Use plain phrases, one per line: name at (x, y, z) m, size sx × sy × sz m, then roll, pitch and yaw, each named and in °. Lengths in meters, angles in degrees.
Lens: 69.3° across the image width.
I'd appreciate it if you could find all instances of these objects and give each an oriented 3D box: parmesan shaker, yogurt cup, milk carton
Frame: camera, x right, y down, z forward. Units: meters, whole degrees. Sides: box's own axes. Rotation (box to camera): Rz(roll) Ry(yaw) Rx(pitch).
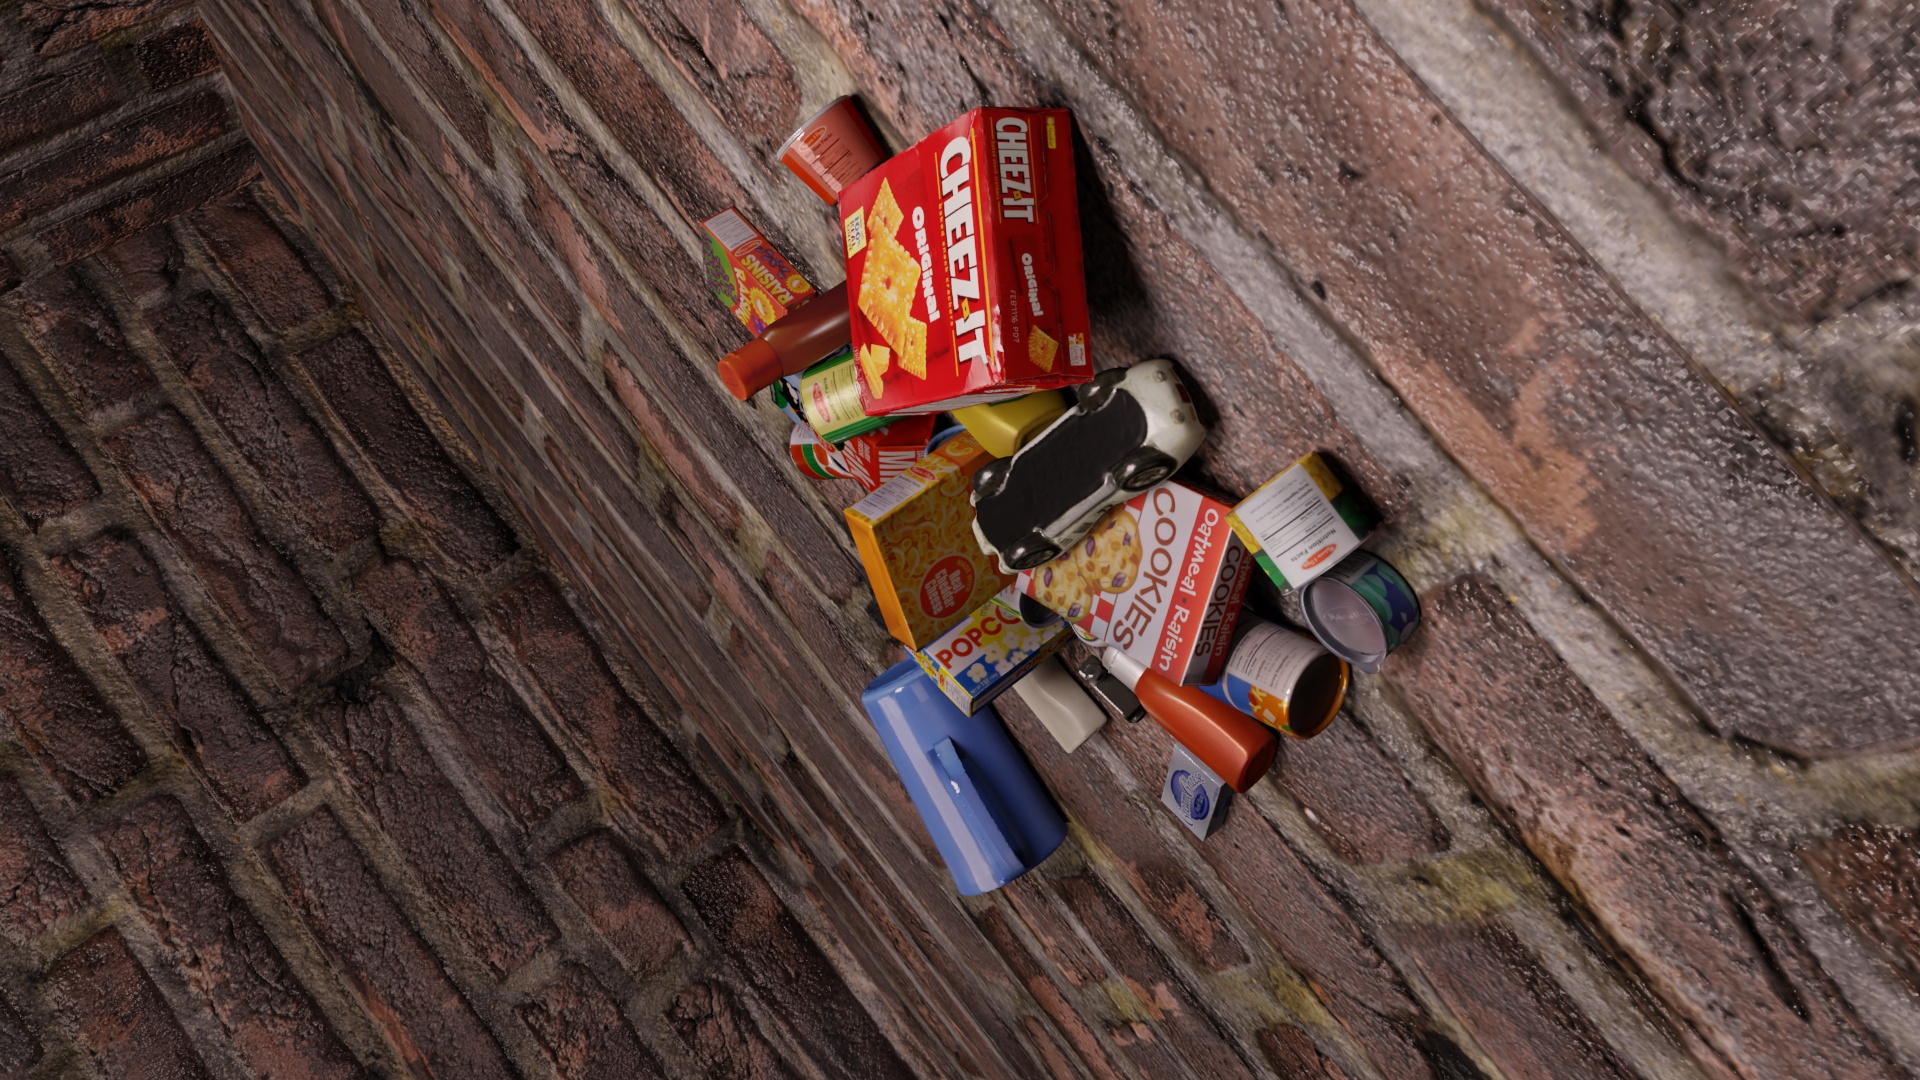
parmesan shaker at (-0.065, -0.120, 1.096) m, size 0.103 × 0.072 × 0.071 m, roll -19°, pitch 110°, yaw 24°
yogurt cup at (-0.089, -0.277, 0.996) m, size 0.054 × 0.072 × 0.072 m, roll 49°, pitch 157°, yaw -9°
milk carton at (-0.081, -0.108, 1.196) m, size 0.191 × 0.074 × 0.072 m, roll 43°, pitch 154°, yaw 25°

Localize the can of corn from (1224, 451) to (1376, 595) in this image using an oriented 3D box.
can of corn at (0.198, -0.011, 0.812) m, size 0.058 × 0.071 × 0.071 m, roll 53°, pitch 157°, yaw 4°

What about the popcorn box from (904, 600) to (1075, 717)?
popcorn box at (0.027, 0.080, 1.181) m, size 0.085 × 0.127 × 0.038 m, roll 43°, pitch 151°, yaw 24°

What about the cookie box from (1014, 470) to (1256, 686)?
cookie box at (0.119, 0.008, 0.943) m, size 0.168 × 0.040 × 0.122 m, roll 30°, pitch 112°, yaw 44°

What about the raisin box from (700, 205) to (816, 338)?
raisin box at (-0.185, -0.232, 1.268) m, size 0.123 × 0.040 × 0.085 m, roll 46°, pitch 155°, yaw 16°

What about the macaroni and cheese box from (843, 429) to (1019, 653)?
macaroni and cheese box at (0.004, -0.013, 1.045) m, size 0.040 × 0.167 × 0.123 m, roll 29°, pitch 146°, yaw 45°

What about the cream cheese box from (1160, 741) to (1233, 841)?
cream cheese box at (0.198, 0.204, 1.154) m, size 0.053 × 0.024 × 0.103 m, roll 43°, pitch 154°, yaw 28°

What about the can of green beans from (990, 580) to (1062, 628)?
can of green beans at (0.055, 0.030, 1.134) m, size 0.058 × 0.071 × 0.071 m, roll 31°, pitch 147°, yaw 44°

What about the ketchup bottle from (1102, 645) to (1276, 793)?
ketchup bottle at (0.173, 0.127, 1.071) m, size 0.149 × 0.044 × 0.064 m, roll 40°, pitch 153°, yaw 30°

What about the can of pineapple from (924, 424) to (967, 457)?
can of pineapple at (0.007, -0.052, 1.108) m, size 0.071 × 0.071 × 0.057 m, roll 29°, pitch 145°, yaw 45°

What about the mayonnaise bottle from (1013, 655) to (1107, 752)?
mayonnaise bottle at (0.070, 0.123, 1.266) m, size 0.148 × 0.041 × 0.064 m, roll 51°, pitch 155°, yaw 12°

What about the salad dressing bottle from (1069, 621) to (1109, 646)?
salad dressing bottle at (0.094, 0.012, 1.064) m, size 0.064 × 0.044 × 0.147 m, roll 23°, pitch 142°, yaw 48°

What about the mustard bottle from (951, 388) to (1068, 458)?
mustard bottle at (0.012, -0.119, 1.019) m, size 0.161 × 0.065 × 0.048 m, roll 45°, pitch 153°, yaw 33°

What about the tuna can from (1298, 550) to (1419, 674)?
tuna can at (0.242, 0.043, 0.839) m, size 0.071 × 0.033 × 0.070 m, roll 42°, pitch 154°, yaw 26°

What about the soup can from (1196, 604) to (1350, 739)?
soup can at (0.207, 0.088, 0.927) m, size 0.084 × 0.071 × 0.071 m, roll 26°, pitch 144°, yaw 47°

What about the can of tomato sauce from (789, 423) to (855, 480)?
can of tomato sauce at (-0.111, -0.088, 1.291) m, size 0.083 × 0.071 × 0.071 m, roll 3°, pitch 125°, yaw 60°

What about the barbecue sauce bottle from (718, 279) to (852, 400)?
barbecue sauce bottle at (-0.122, -0.163, 1.103) m, size 0.065 × 0.149 × 0.043 m, roll 19°, pitch 138°, yaw 53°
